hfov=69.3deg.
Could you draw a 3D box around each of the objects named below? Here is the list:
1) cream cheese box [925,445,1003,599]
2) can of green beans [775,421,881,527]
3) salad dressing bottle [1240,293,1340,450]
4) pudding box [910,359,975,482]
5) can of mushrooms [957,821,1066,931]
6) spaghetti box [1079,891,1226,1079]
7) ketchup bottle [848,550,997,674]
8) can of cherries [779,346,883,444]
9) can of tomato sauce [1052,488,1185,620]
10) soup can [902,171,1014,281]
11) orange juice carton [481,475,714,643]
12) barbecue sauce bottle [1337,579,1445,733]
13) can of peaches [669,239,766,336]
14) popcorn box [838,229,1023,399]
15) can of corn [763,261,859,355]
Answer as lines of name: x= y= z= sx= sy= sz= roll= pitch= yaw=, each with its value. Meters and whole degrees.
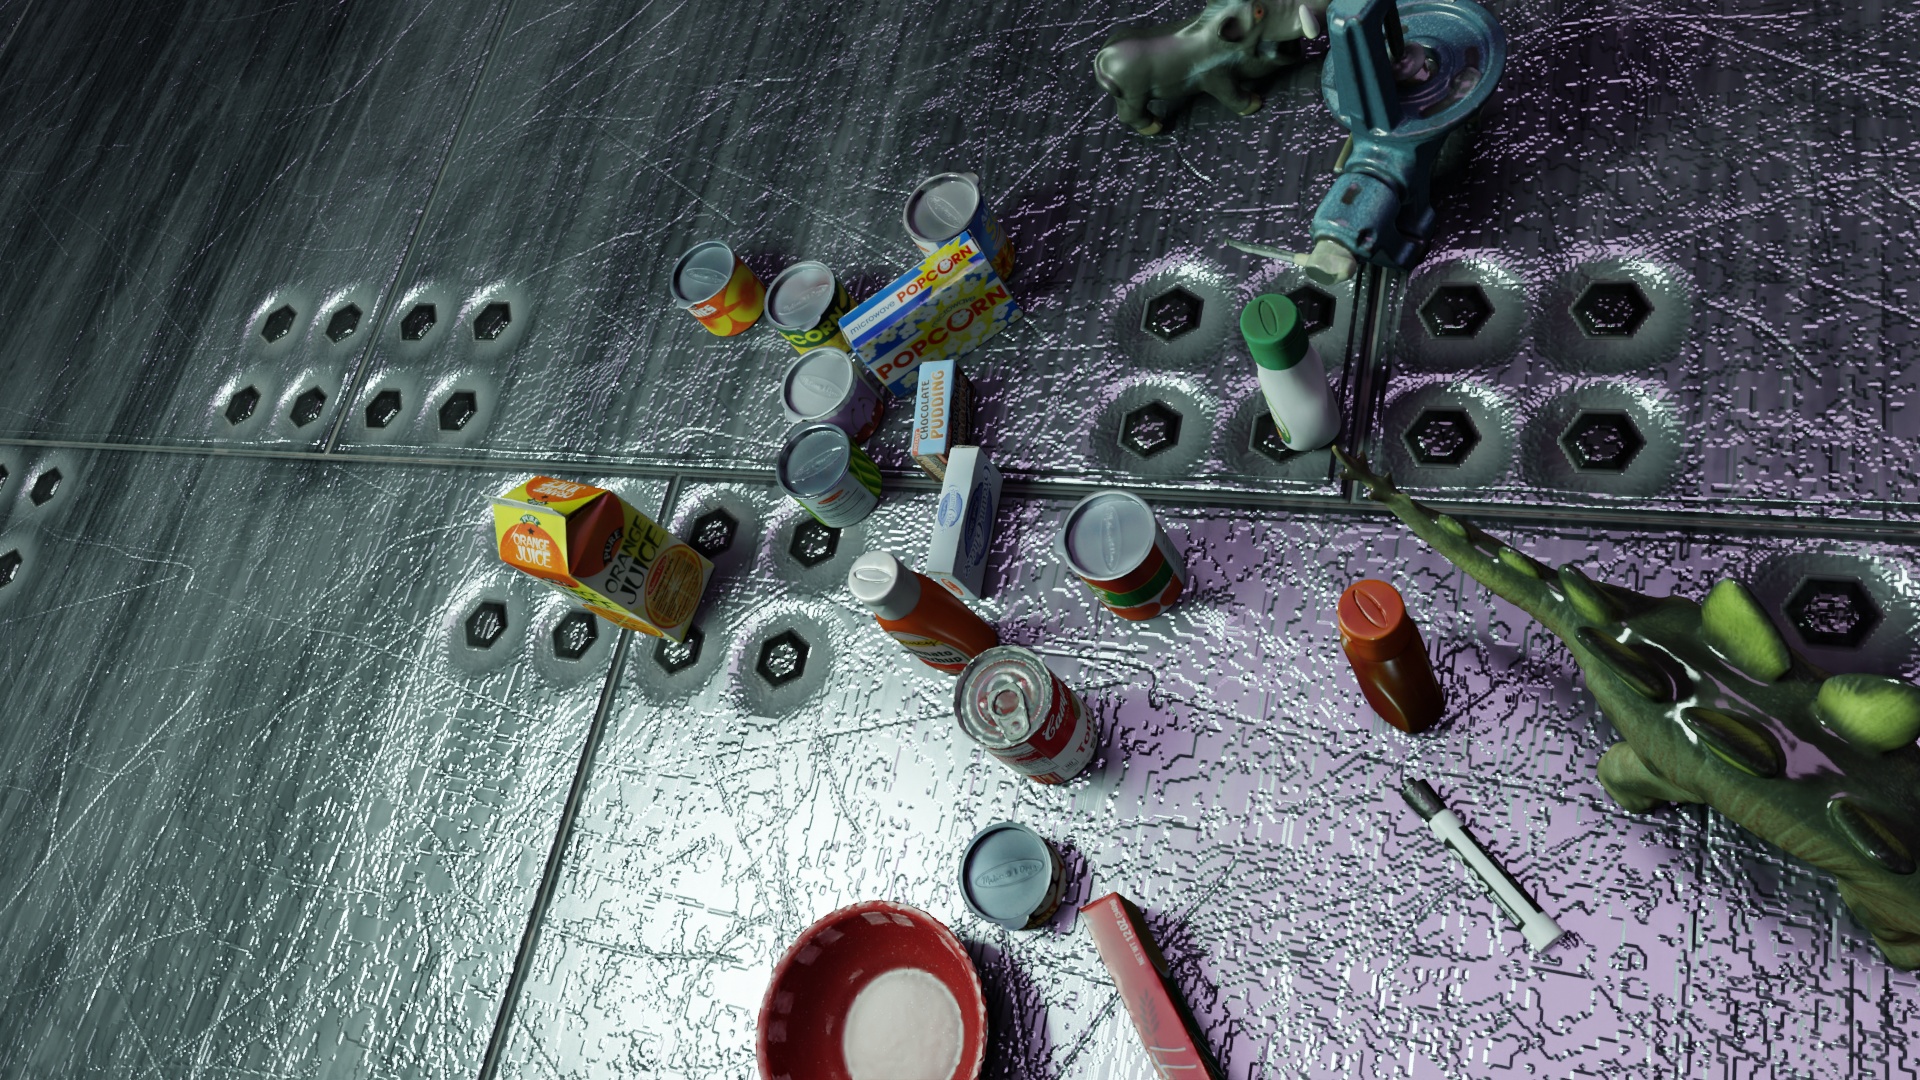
cream cheese box: x=0.004 y=-0.013 z=1.030 sx=0.024 sy=0.053 sz=0.104 roll=1 pitch=67 yaw=25
can of green beans: x=-0.103 y=-0.051 z=1.094 sx=0.071 sy=0.057 sz=0.071 roll=-10 pitch=63 yaw=20
salad dressing bottle: x=0.219 y=-0.111 z=0.924 sx=0.044 sy=0.147 sz=0.064 roll=-18 pitch=61 yaw=16
pudding box: x=-0.013 y=-0.093 z=1.078 sx=0.030 sy=0.049 sz=0.084 roll=-5 pitch=65 yaw=23
can of mushrooms: x=0.035 y=0.224 z=0.916 sx=0.071 sy=0.033 sz=0.071 roll=-10 pitch=63 yaw=20
spaghetti box: x=0.141 y=0.325 z=0.811 sx=0.028 sy=0.050 sz=0.251 roll=-32 pitch=58 yaw=8
ketchup bottle: x=-0.029 y=0.050 z=0.958 sx=0.065 sy=0.148 sz=0.043 roll=5 pitch=69 yaw=26
can of cherries: x=-0.105 y=-0.113 z=1.124 sx=0.071 sy=0.058 sz=0.072 roll=-10 pitch=63 yaw=20
can of tomato sauce: x=0.111 y=0.012 z=0.953 sx=0.071 sy=0.083 sz=0.071 roll=-10 pitch=63 yaw=20
soup can: x=0.002 y=-0.248 z=1.124 sx=0.071 sy=0.083 sz=0.071 roll=-10 pitch=63 yaw=20
orange juice carton: x=-0.278 y=0.009 z=1.064 sx=0.072 sy=0.192 sz=0.073 roll=11 pitch=72 yaw=28
barbecue sauce bottle: x=0.252 y=0.066 z=0.824 sx=0.043 sy=0.148 sz=0.065 roll=-35 pitch=57 yaw=6
can of peaches: x=-0.214 y=-0.220 z=1.224 sx=0.071 sy=0.058 sz=0.071 roll=-10 pitch=63 yaw=20
popcorn box: x=-0.023 y=-0.177 z=1.101 sx=0.126 sy=0.085 sz=0.038 roll=-34 pitch=58 yaw=6
can of corn: x=-0.121 y=-0.189 z=1.167 sx=0.071 sy=0.058 sz=0.071 roll=-10 pitch=63 yaw=20
